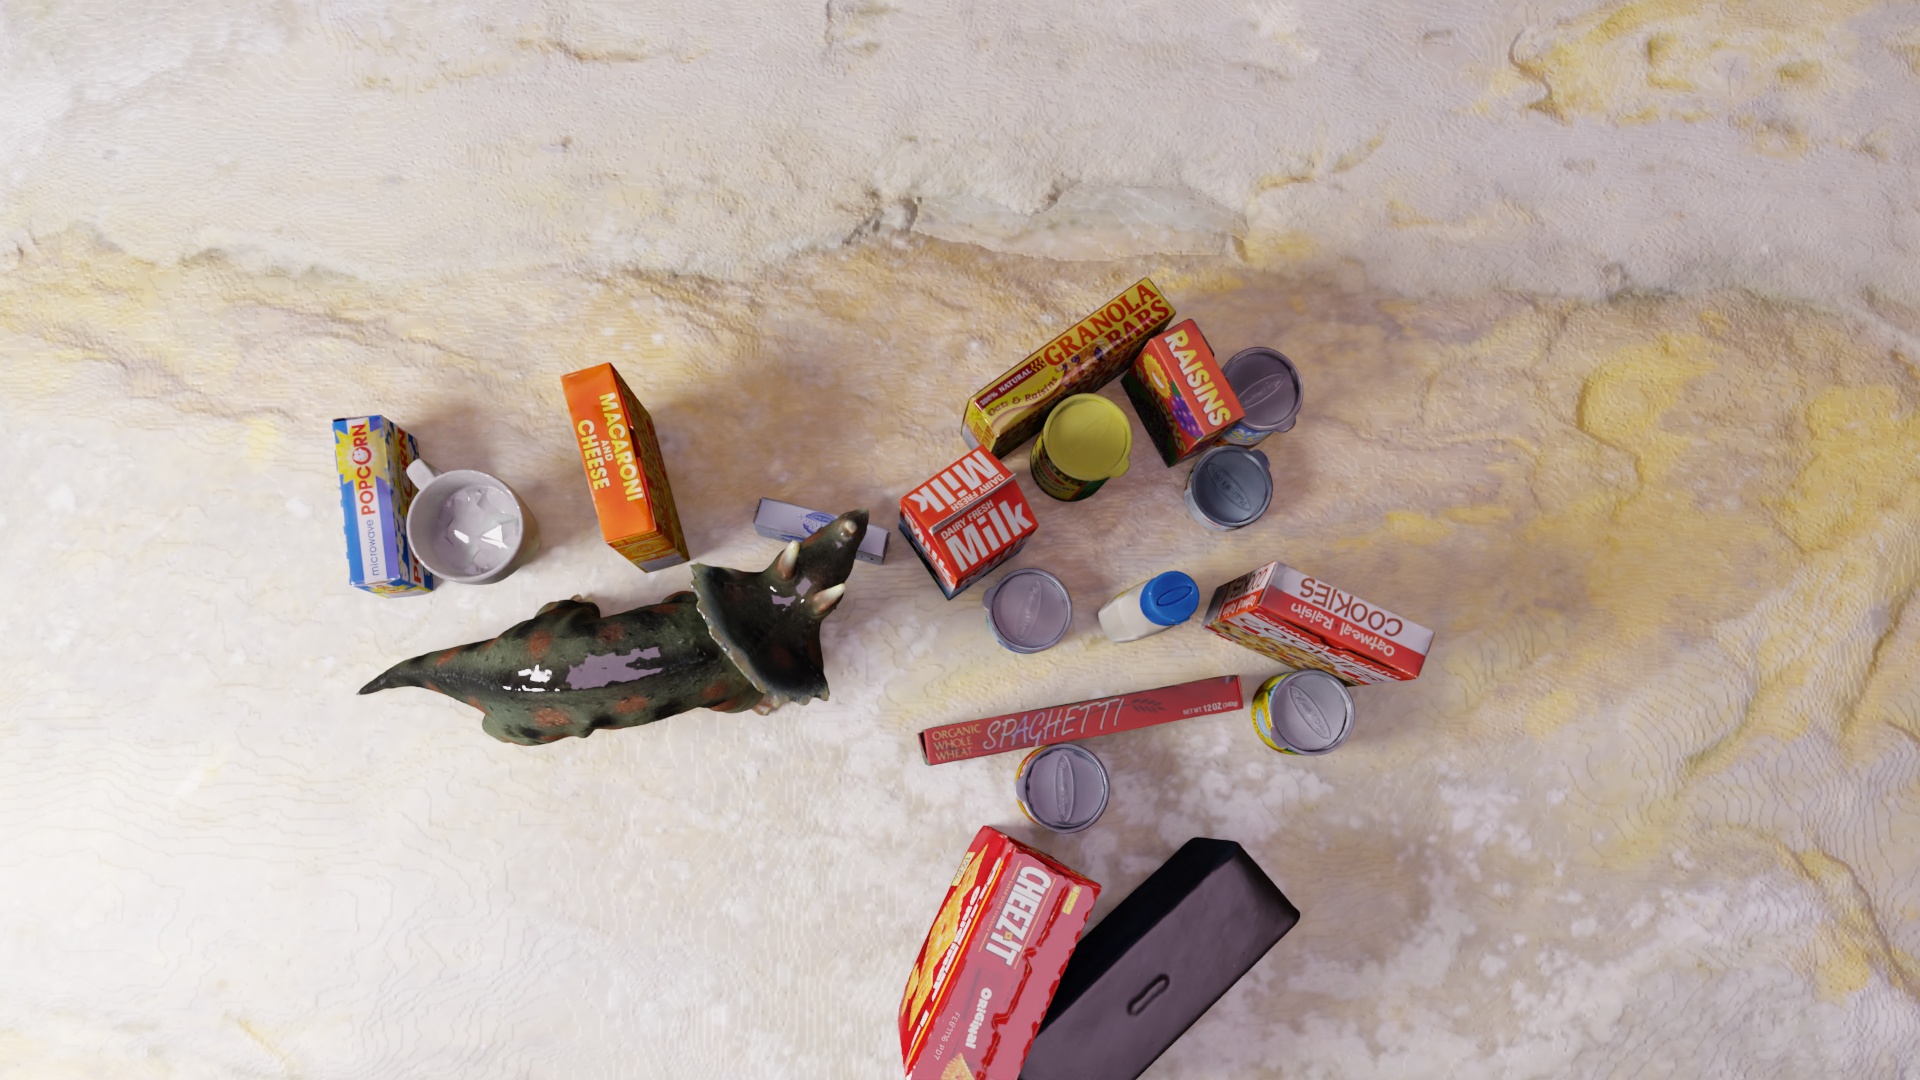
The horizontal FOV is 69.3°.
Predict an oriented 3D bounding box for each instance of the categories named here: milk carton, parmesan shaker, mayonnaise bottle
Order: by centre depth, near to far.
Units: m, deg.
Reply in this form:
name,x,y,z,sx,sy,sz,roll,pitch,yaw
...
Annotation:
name,x,y,z,sx,sy,sz,roll,pitch,yaw
milk carton,0.004,-0.013,1.017,0.072,0.190,0.073,-34,85,-8
mayonnaise bottle,0.145,0.048,1.038,0.065,0.148,0.041,-24,84,-7
parmesan shaker,0.093,-0.067,1.076,0.071,0.103,0.071,1,81,-4

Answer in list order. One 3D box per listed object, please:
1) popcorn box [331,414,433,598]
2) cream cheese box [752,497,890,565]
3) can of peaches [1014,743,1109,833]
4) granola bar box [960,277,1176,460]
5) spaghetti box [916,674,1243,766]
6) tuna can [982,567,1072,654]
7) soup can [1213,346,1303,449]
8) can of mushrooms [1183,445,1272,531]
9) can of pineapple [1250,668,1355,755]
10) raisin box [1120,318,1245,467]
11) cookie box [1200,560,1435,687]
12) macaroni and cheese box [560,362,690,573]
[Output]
name,x,y,z,sx,sy,sz,roll,pitch,yaw
popcorn box,-0.432,-0.024,1.042,0.038,0.085,0.127,-9,82,-5
cream cheese box,-0.107,-0.007,1.078,0.104,0.053,0.024,14,81,-2
can of peaches,0.074,0.187,1.057,0.071,0.058,0.071,1,81,-4
granola bar box,0.078,-0.127,1.073,0.166,0.124,0.039,-35,85,-8
spaghetti box,0.091,0.138,1.070,0.250,0.050,0.029,-10,82,-5
tuna can,0.051,0.055,1.089,0.071,0.033,0.071,1,81,-4
soup can,0.228,-0.108,1.101,0.071,0.083,0.071,1,81,-4
can of mushrooms,0.216,-0.042,1.115,0.071,0.033,0.071,1,81,-4
can of pineapple,0.263,0.134,1.078,0.071,0.057,0.071,1,81,-4
raisin box,0.171,-0.111,1.078,0.040,0.123,0.086,-26,84,-7
cookie box,0.259,0.067,1.033,0.123,0.167,0.040,24,81,0
macaroni and cheese box,-0.242,-0.049,1.018,0.040,0.166,0.124,-16,83,-6
